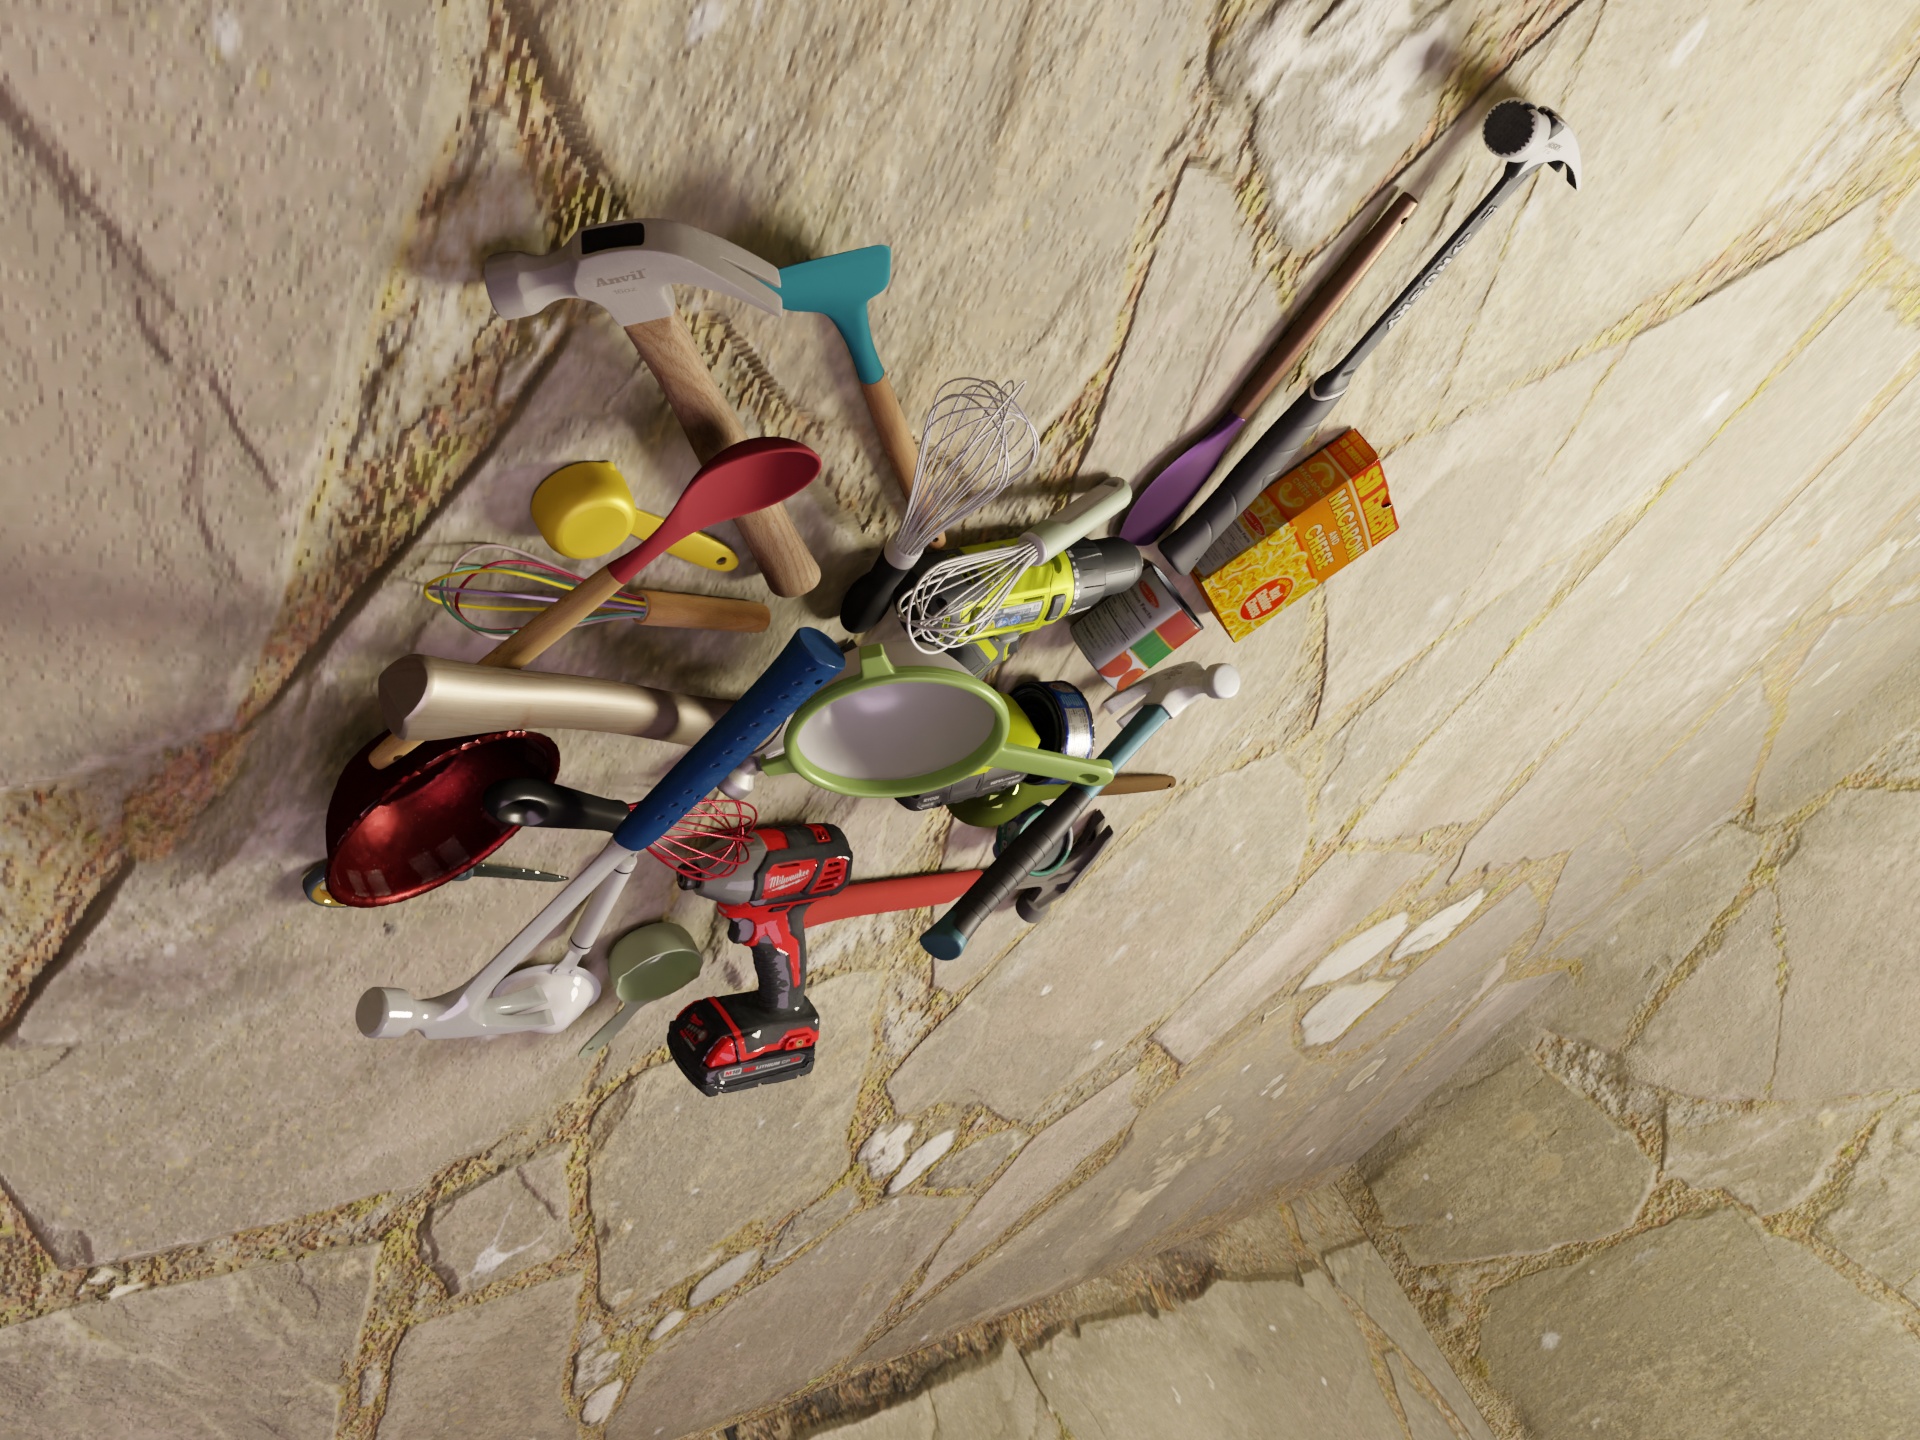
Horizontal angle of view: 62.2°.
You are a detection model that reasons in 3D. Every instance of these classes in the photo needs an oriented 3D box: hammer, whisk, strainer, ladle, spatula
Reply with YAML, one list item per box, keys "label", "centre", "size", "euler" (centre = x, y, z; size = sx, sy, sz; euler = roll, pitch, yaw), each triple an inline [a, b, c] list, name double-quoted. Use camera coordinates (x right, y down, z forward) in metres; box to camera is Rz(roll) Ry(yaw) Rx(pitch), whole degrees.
- label: "hammer"
  centre: [-0.193, -0.012, 0.981]
  size: [0.146, 0.038, 0.410]
  euler: [-41, 163, 15]
- label: "hammer"
  centre: [0.089, 0.070, 1.301]
  size: [0.331, 0.033, 0.128]
  euler: [-45, -163, -18]
- label: "hammer"
  centre: [-0.020, 0.151, 1.470]
  size: [0.359, 0.037, 0.149]
  euler: [-2, 139, -40]
- label: "whisk"
  centre: [-0.210, -0.071, 0.967]
  size: [0.244, 0.051, 0.047]
  euler: [2, 131, -48]
- label: "strainer"
  centre: [-0.306, 0.183, 1.263]
  size: [0.086, 0.050, 0.258]
  euler: [11, 128, -30]
- label: "hammer"
  centre: [0.274, -0.250, 1.118]
  size: [0.149, 0.036, 0.408]
  euler: [-14, 151, -51]
- label: "ladle"
  centre: [-0.211, -0.065, 0.889]
  size: [0.315, 0.031, 0.069]
  euler: [-35, 160, 10]
- label: "whisk"
  centre: [-0.024, -0.124, 0.996]
  size: [0.070, 0.070, 0.284]
  euler: [-13, 162, -28]
- label: "strainer"
  centre: [-0.002, -0.003, 1.094]
  size: [0.256, 0.069, 0.151]
  euler: [12, 142, -32]
- label: "whisk"
  centre: [0.042, -0.112, 1.058]
  size: [0.246, 0.058, 0.059]
  euler: [-37, 131, -41]
- label: "whisk"
  centre: [-0.226, 0.069, 1.100]
  size: [0.073, 0.073, 0.295]
  euler: [-39, 158, 14]
- label: "ladle"
  centre: [0.100, 0.055, 1.439]
  size: [0.320, 0.062, 0.078]
  euler: [0, 120, -52]
- label: "spatula"
  centre: [0.210, -0.236, 1.117]
  size: [0.059, 0.018, 0.315]
  euler: [-2, 140, -46]
- label: "spatula"
  centre: [-0.047, -0.181, 0.946]
  size: [0.082, 0.044, 0.317]
  euler: [-13, 152, 7]
- label: "hammer"
  centre: [-0.134, -0.159, 0.890]
  size: [0.130, 0.031, 0.331]
  euler: [-10, 155, 7]
- label: "hammer"
  centre: [-0.220, 0.085, 1.038]
  size: [0.405, 0.035, 0.144]
  euler: [-43, 150, 20]

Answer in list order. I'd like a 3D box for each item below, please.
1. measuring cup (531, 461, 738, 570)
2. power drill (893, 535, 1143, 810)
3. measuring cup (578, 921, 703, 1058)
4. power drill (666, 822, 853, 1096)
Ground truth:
- label: "measuring cup"
  centre: [-0.184, -0.107, 0.945]
  size: [0.062, 0.029, 0.156]
  euler: [-43, 146, 20]
- label: "power drill"
  centre: [0.028, -0.045, 1.185]
  size: [0.190, 0.080, 0.228]
  euler: [-13, 143, -29]
- label: "measuring cup"
  centre: [-0.285, 0.229, 1.350]
  size: [0.083, 0.038, 0.167]
  euler: [8, 134, -47]
- label: "power drill"
  centre: [-0.172, 0.189, 1.296]
  size: [0.143, 0.079, 0.219]
  euler: [-4, 117, -34]
